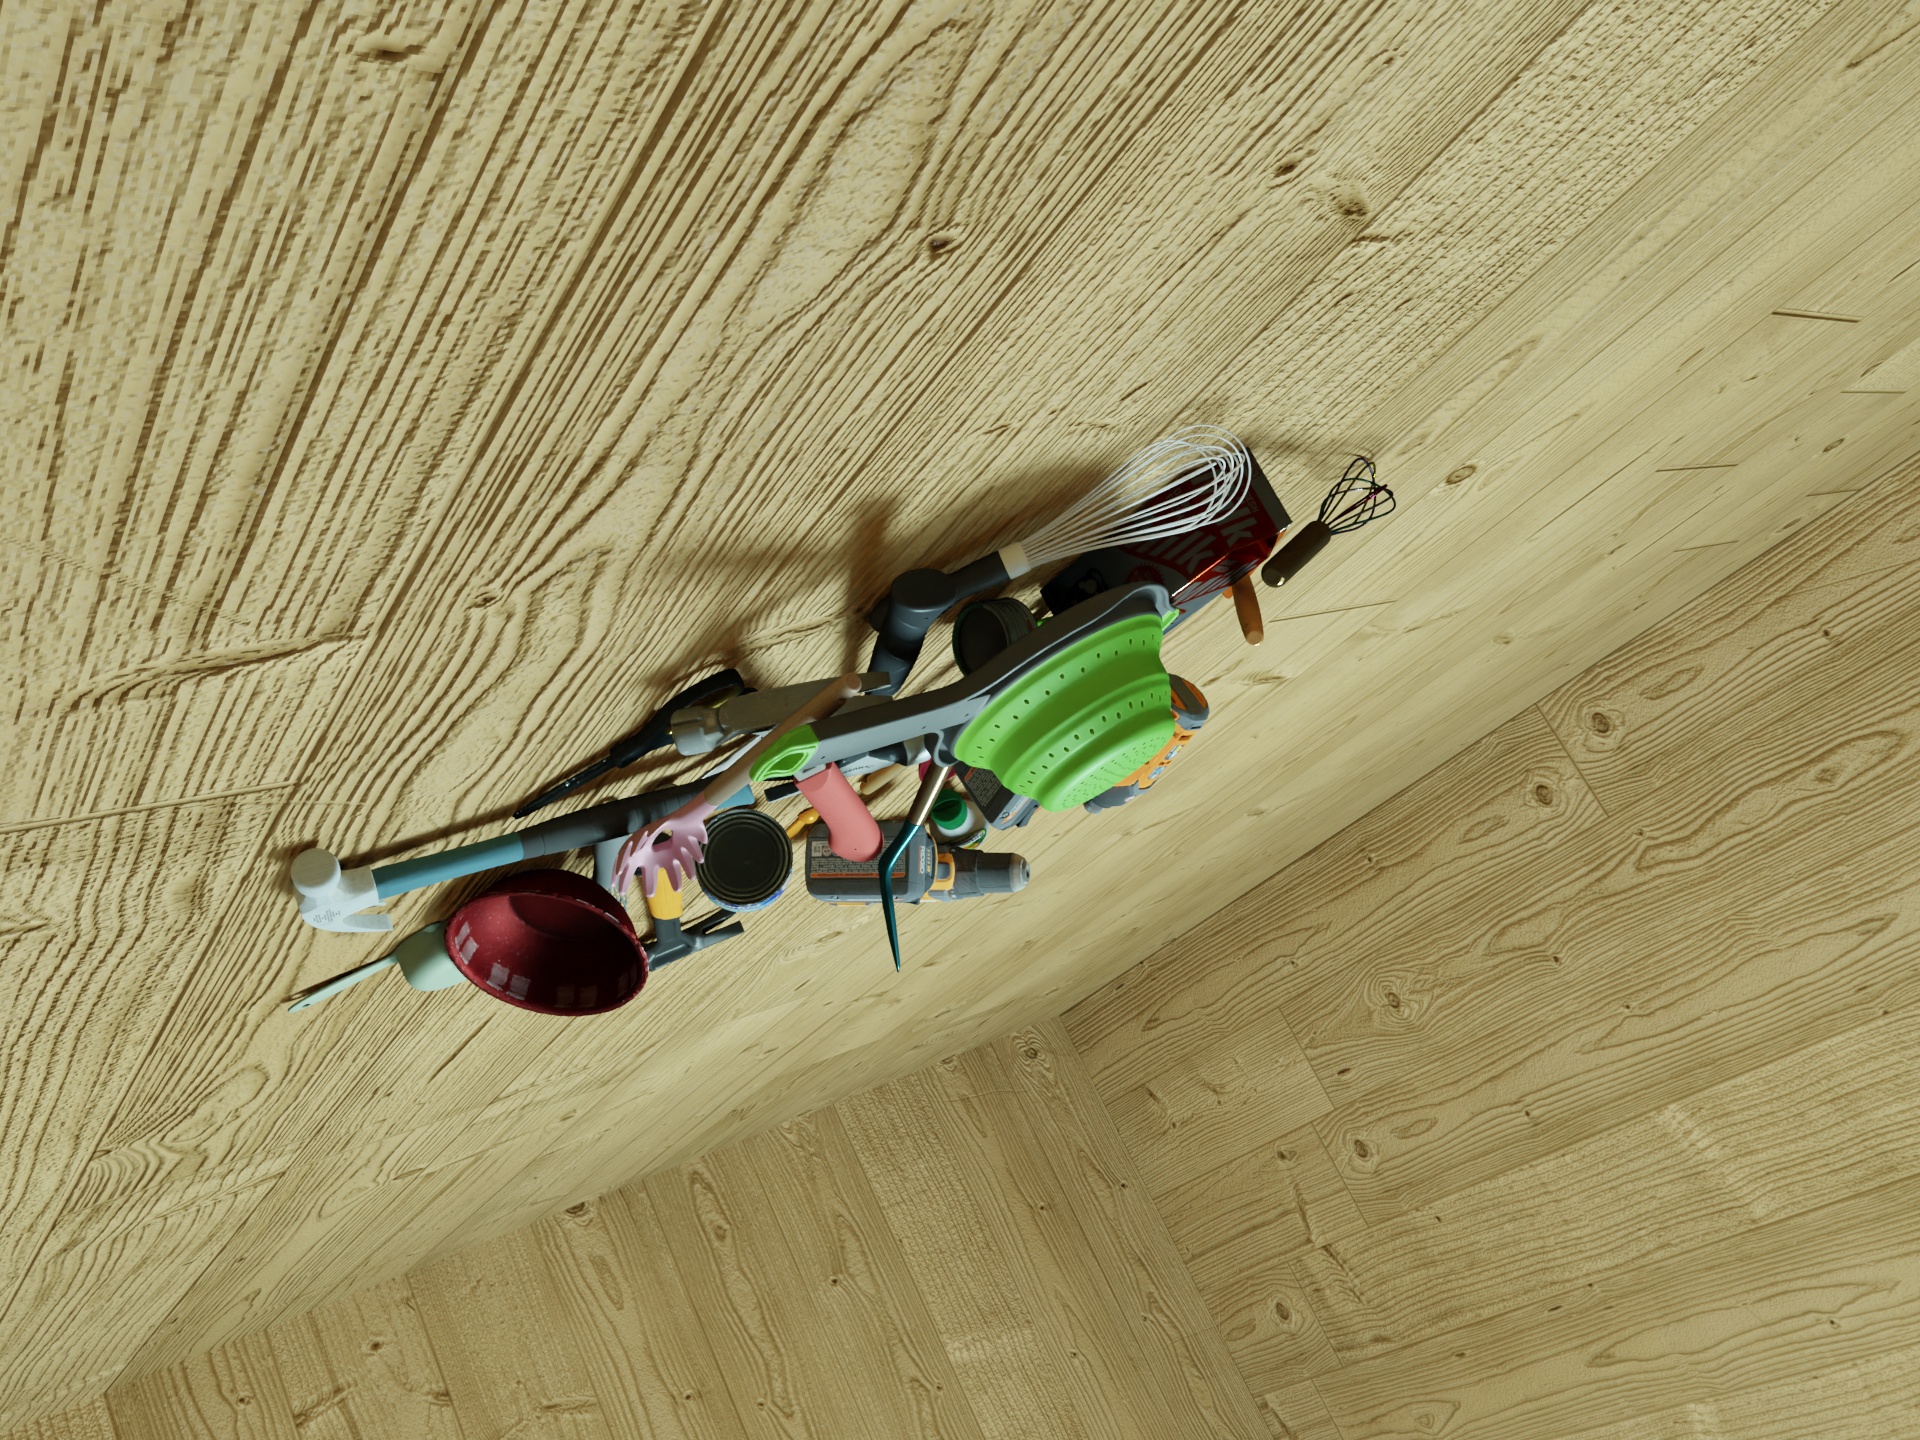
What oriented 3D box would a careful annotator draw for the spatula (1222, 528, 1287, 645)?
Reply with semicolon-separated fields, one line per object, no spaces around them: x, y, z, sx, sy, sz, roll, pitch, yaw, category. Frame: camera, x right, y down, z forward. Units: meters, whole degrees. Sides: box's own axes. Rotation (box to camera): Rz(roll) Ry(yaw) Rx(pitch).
0.229;-0.101;1.248;0.081;0.041;0.323;-52;-174;18;spatula

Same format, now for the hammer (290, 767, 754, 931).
-0.303;0.086;1.143;0.331;0.033;0.128;-15;162;-25;hammer

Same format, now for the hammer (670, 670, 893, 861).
-0.095;0.047;1.206;0.149;0.037;0.358;-10;160;5;hammer

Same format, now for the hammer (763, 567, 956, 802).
-0.064;-0.019;1.160;0.149;0.036;0.408;-17;166;-15;hammer

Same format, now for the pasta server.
-0.154;0.048;1.073;0.060;0.040;0.316;9;150;-35;pasta server

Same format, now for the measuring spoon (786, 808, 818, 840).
-0.163;0.114;1.514;0.021;0.011;0.117;-13;158;-39;measuring spoon

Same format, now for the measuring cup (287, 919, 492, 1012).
-0.461;0.212;1.298;0.167;0.038;0.083;-25;163;-15;measuring cup

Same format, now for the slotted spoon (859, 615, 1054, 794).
-0.002;-0.004;1.363;0.031;0.070;0.313;26;141;-24;slotted spoon

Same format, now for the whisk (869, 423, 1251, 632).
0.067;-0.123;1.098;0.284;0.070;0.070;-24;163;5;whisk

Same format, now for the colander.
0.030;0.015;1.060;0.397;0.094;0.204;-17;158;-47;colander

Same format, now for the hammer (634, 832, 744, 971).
-0.266;0.167;1.475;0.127;0.034;0.336;-22;162;-15;hammer

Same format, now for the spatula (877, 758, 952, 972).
-0.019;0.065;1.339;0.044;0.082;0.317;16;114;-20;spatula

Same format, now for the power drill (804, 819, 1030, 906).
-0.040;0.148;1.591;0.185;0.084;0.226;-2;170;16;power drill

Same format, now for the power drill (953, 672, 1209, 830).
0.106;0.036;1.435;0.226;0.084;0.164;-6;141;-44;power drill

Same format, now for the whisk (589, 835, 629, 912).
-0.294;0.127;1.304;0.055;0.055;0.238;-19;157;-26;whisk

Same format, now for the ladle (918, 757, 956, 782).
0.058;-0.038;1.381;0.069;0.031;0.315;-6;152;-45;ladle

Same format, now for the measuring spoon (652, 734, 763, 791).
-0.193;0.034;1.238;0.124;0.018;0.034;-35;161;0;measuring spoon

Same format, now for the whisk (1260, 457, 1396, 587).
0.288;-0.149;1.243;0.245;0.051;0.047;-38;171;-50;whisk
